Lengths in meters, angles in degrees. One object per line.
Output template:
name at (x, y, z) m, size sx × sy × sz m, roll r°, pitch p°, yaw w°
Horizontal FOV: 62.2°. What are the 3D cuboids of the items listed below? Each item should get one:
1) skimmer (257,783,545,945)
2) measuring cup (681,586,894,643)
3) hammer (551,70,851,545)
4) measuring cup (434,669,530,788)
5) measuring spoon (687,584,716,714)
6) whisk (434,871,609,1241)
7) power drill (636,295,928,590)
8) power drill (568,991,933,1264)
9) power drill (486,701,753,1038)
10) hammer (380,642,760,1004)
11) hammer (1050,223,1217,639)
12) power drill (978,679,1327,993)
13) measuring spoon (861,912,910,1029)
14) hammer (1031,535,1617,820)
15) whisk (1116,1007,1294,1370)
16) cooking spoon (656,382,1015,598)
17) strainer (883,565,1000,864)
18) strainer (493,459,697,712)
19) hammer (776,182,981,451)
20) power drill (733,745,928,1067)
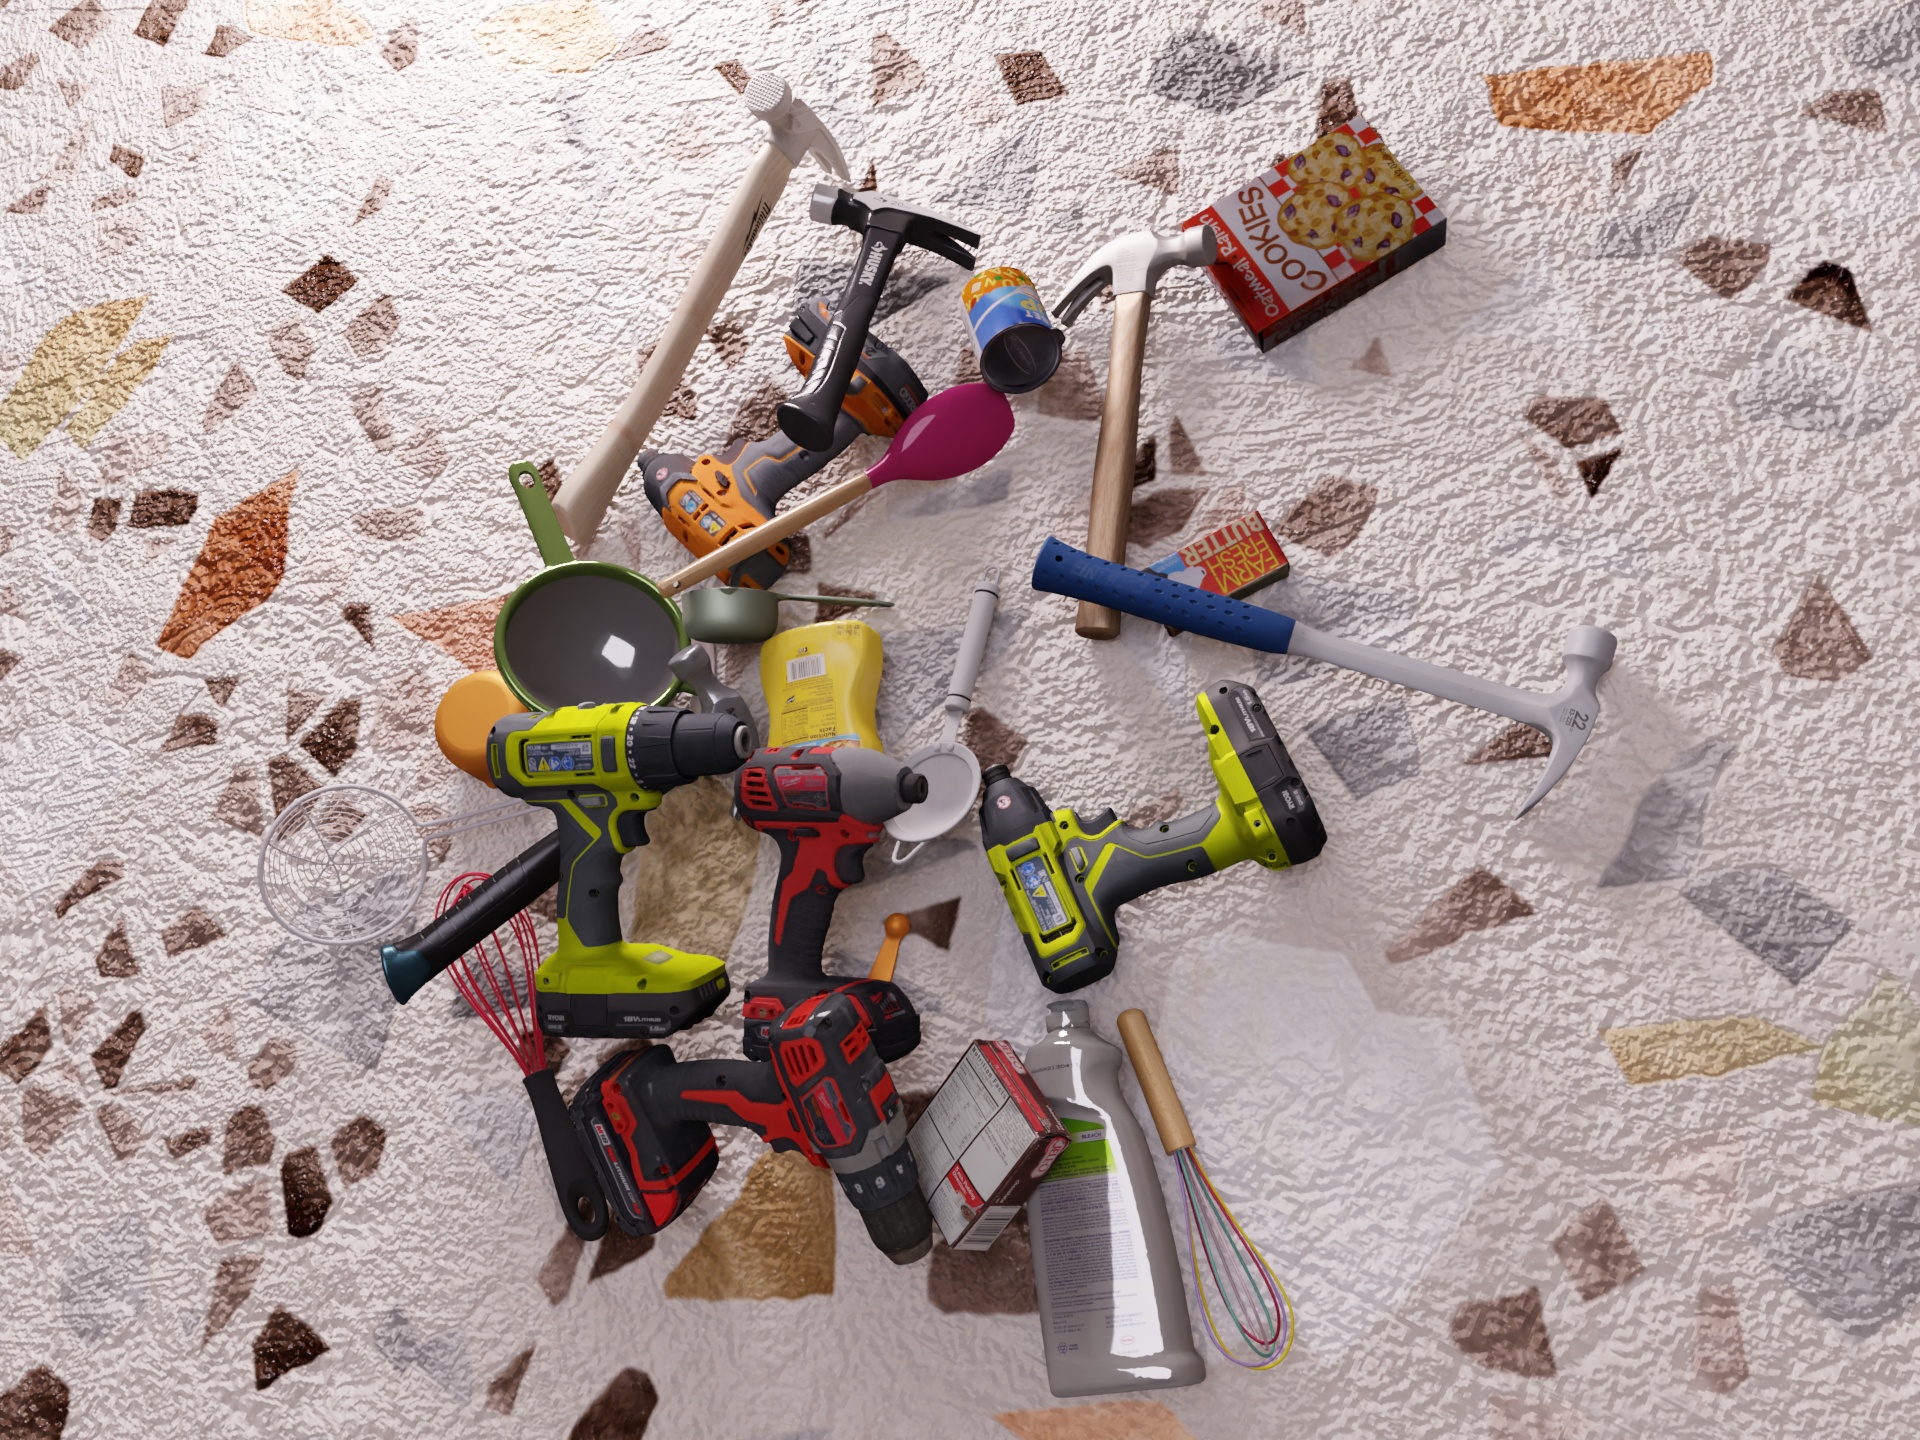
skimmer at (-0.359, 0.079, 1.239) m, size 0.363 × 0.090 × 0.127 m, roll -15°, pitch 101°, yaw 6°
measuring cup at (-0.136, -0.079, 1.250) m, size 0.167 × 0.083 × 0.038 m, roll 2°, pitch 86°, yaw -6°
hammer at (-0.225, -0.331, 1.346) m, size 0.038 × 0.146 × 0.410 m, roll 30°, pitch 91°, yaw 22°
measuring cup at (-0.341, 0.005, 1.278) m, size 0.173 × 0.052 × 0.095 m, roll 3°, pitch 73°, yaw 17°
measuring spoon at (-0.210, -0.057, 1.284) m, size 0.034 × 0.018 × 0.124 m, roll -15°, pitch 69°, yaw 9°
whisk at (-0.324, 0.248, 1.193) m, size 0.073 × 0.073 × 0.296 m, roll -27°, pitch 74°, yaw 4°
power drill at (-0.155, -0.230, 1.297) m, size 0.164 × 0.084 × 0.226 m, roll 42°, pitch 90°, yaw 23°
power drill at (-0.133, 0.290, 1.075) m, size 0.227 × 0.080 × 0.188 m, roll -17°, pitch 101°, yaw 27°
power drill at (-0.227, 0.099, 1.108) m, size 0.190 × 0.080 × 0.228 m, roll -3°, pitch 95°, yaw 19°
hammer at (-0.290, 0.090, 1.185) m, size 0.331 × 0.033 × 0.128 m, roll -38°, pitch 106°, yaw -13°
hammer at (0.121, -0.224, 1.237) m, size 0.130 × 0.031 × 0.331 m, roll 0°, pitch 76°, yaw 33°
power drill at (0.128, 0.070, 1.126) m, size 0.223 × 0.080 × 0.171 m, roll -27°, pitch 66°, yaw 8°
measuring spoon at (-0.063, 0.196, 1.165) m, size 0.021 × 0.011 × 0.117 m, roll 14°, pitch 77°, yaw 18°
hammer at (0.245, -0.051, 1.136) m, size 0.405 × 0.035 × 0.144 m, roll 18°, pitch 77°, yaw 13°
whisk at (0.159, 0.305, 1.057) m, size 0.047 × 0.051 × 0.245 m, roll -42°, pitch 56°, yaw 36°
cooking spoon at (-0.094, -0.175, 1.243) m, size 0.319 × 0.068 × 0.017 m, roll -30°, pitch 23°, yaw -12°
strainer at (-0.002, -0.004, 1.202) m, size 0.087 × 0.050 × 0.259 m, roll -1°, pitch 65°, yaw 35°
strainer at (-0.315, -0.091, 1.278) m, size 0.151 × 0.069 × 0.257 m, roll -17°, pitch 68°, yaw -24°
hammer at (-0.077, -0.315, 1.237) m, size 0.146 × 0.035 × 0.335 m, roll 14°, pitch 46°, yaw -2°
power drill at (-0.087, 0.127, 1.117) m, size 0.143 × 0.078 × 0.220 m, roll -1°, pitch 89°, yaw 26°
